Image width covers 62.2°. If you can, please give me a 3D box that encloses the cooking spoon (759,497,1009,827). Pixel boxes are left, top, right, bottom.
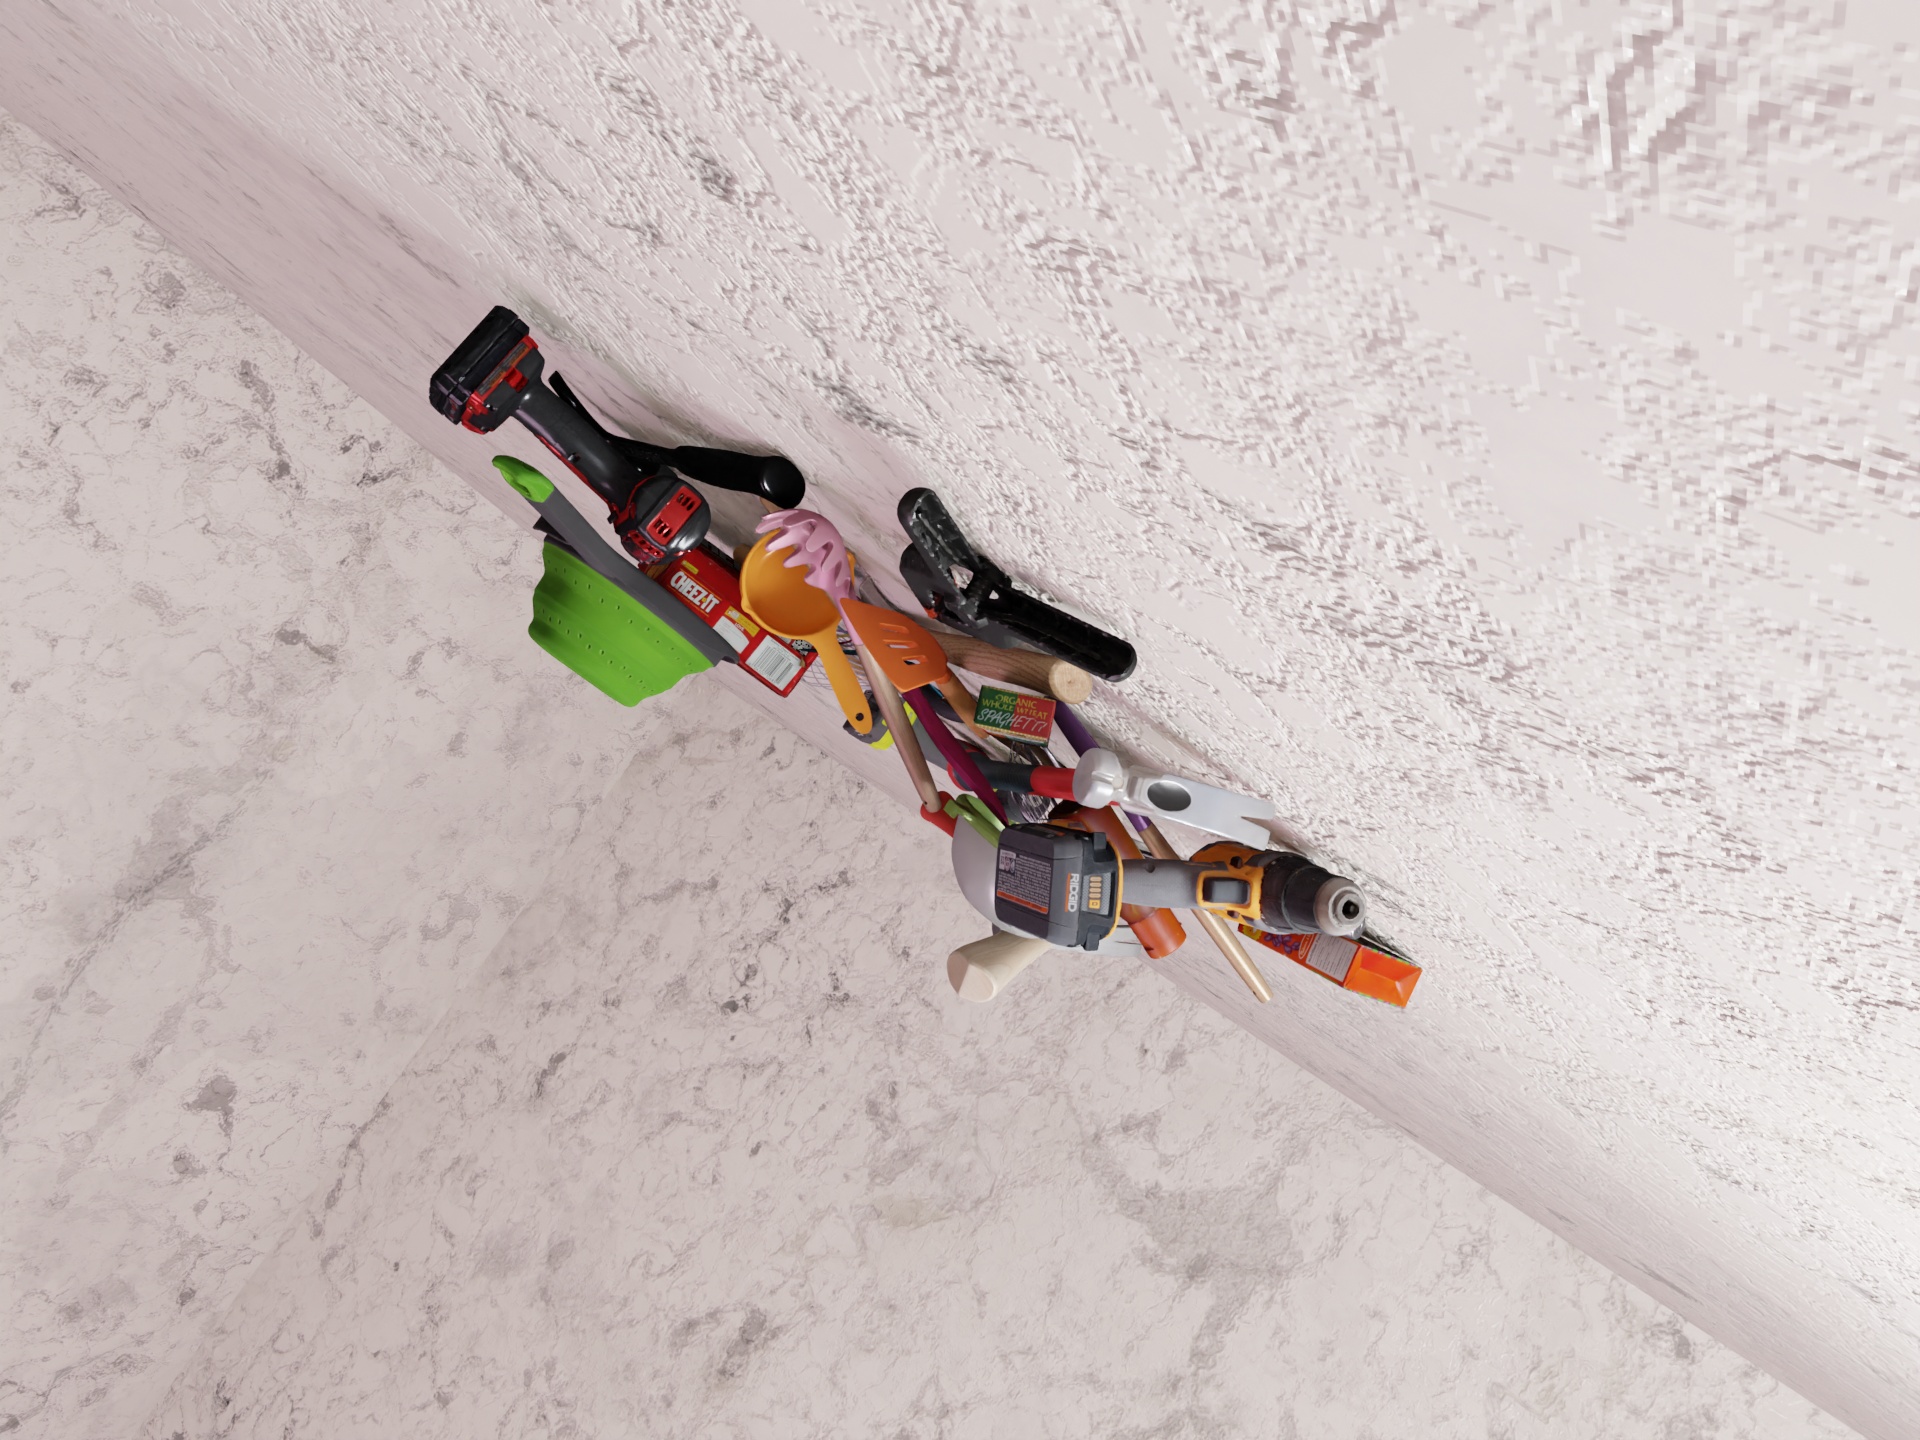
[{"bbox_3d":[-0.055,-0.045,1.217,0.319,0.017,0.069,54,175,-6],"label":"cooking spoon"}]

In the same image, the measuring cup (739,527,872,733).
[{"bbox_3d":[-0.113,-0.070,1.254,0.173,0.095,0.052,66,170,-10],"label":"measuring cup"}]

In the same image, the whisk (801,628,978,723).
[{"bbox_3d":[-0.077,-0.044,1.587,0.285,0.070,0.070,21,165,45],"label":"whisk"}]

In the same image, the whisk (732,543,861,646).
[{"bbox_3d":[-0.146,-0.120,1.462,0.051,0.047,0.245,39,177,-40],"label":"whisk"}]

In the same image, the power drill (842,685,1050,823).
[{"bbox_3d":[-0.007,0.035,1.691,0.223,0.080,0.171,33,174,-8],"label":"power drill"}]

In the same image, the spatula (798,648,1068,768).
[{"bbox_3d":[-0.002,-0.005,1.446,0.317,0.044,0.082,34,163,-31],"label":"spatula"}]

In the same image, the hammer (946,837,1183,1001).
[{"bbox_3d":[0.100,0.171,1.410,0.146,0.038,0.410,23,-161,17],"label":"hammer"}]

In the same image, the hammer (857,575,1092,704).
[{"bbox_3d":[0.005,-0.052,1.209,0.130,0.031,0.331,38,172,-25],"label":"hammer"}]

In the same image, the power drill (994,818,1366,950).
[{"bbox_3d":[0.158,0.121,1.133,0.226,0.084,0.185,4,-179,-20],"label":"power drill"}]

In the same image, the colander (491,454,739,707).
[{"bbox_3d":[-0.304,-0.097,1.265,0.204,0.094,0.396,34,172,13],"label":"colander"}]

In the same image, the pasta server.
[{"bbox_3d":[-0.069,-0.036,1.171,0.060,0.040,0.315,23,147,38],"label":"pasta server"}]

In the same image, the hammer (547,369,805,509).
[{"bbox_3d":[-0.221,-0.208,1.242,0.149,0.036,0.409,41,171,-31],"label":"hammer"}]

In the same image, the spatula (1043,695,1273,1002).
[{"bbox_3d":[0.161,0.105,1.278,0.315,0.018,0.060,53,167,-11],"label":"spatula"}]

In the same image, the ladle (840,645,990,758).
[{"bbox_3d":[-0.074,-0.024,1.797,0.315,0.031,0.069,39,175,-10],"label":"ladle"}]

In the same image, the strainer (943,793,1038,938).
[{"bbox_3d":[0.045,0.130,1.335,0.151,0.069,0.256,38,-178,5],"label":"strainer"}]

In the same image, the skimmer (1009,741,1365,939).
[{"bbox_3d":[0.184,0.092,1.340,0.363,0.090,0.127,17,159,39],"label":"skimmer"}]

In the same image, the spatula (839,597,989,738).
[{"bbox_3d":[-0.017,-0.024,1.205,0.081,0.041,0.322,56,-179,18],"label":"spatula"}]

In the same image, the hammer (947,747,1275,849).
[{"bbox_3d":[0.087,0.051,1.218,0.143,0.038,0.386,16,175,-18],"label":"hammer"}]

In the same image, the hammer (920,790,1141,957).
[{"bbox_3d":[0.047,0.147,1.602,0.149,0.036,0.359,9,-167,-23],"label":"hammer"}]

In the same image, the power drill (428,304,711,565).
[{"bbox_3d":[-0.290,-0.202,1.207,0.219,0.078,0.143,41,169,-15],"label":"power drill"}]
